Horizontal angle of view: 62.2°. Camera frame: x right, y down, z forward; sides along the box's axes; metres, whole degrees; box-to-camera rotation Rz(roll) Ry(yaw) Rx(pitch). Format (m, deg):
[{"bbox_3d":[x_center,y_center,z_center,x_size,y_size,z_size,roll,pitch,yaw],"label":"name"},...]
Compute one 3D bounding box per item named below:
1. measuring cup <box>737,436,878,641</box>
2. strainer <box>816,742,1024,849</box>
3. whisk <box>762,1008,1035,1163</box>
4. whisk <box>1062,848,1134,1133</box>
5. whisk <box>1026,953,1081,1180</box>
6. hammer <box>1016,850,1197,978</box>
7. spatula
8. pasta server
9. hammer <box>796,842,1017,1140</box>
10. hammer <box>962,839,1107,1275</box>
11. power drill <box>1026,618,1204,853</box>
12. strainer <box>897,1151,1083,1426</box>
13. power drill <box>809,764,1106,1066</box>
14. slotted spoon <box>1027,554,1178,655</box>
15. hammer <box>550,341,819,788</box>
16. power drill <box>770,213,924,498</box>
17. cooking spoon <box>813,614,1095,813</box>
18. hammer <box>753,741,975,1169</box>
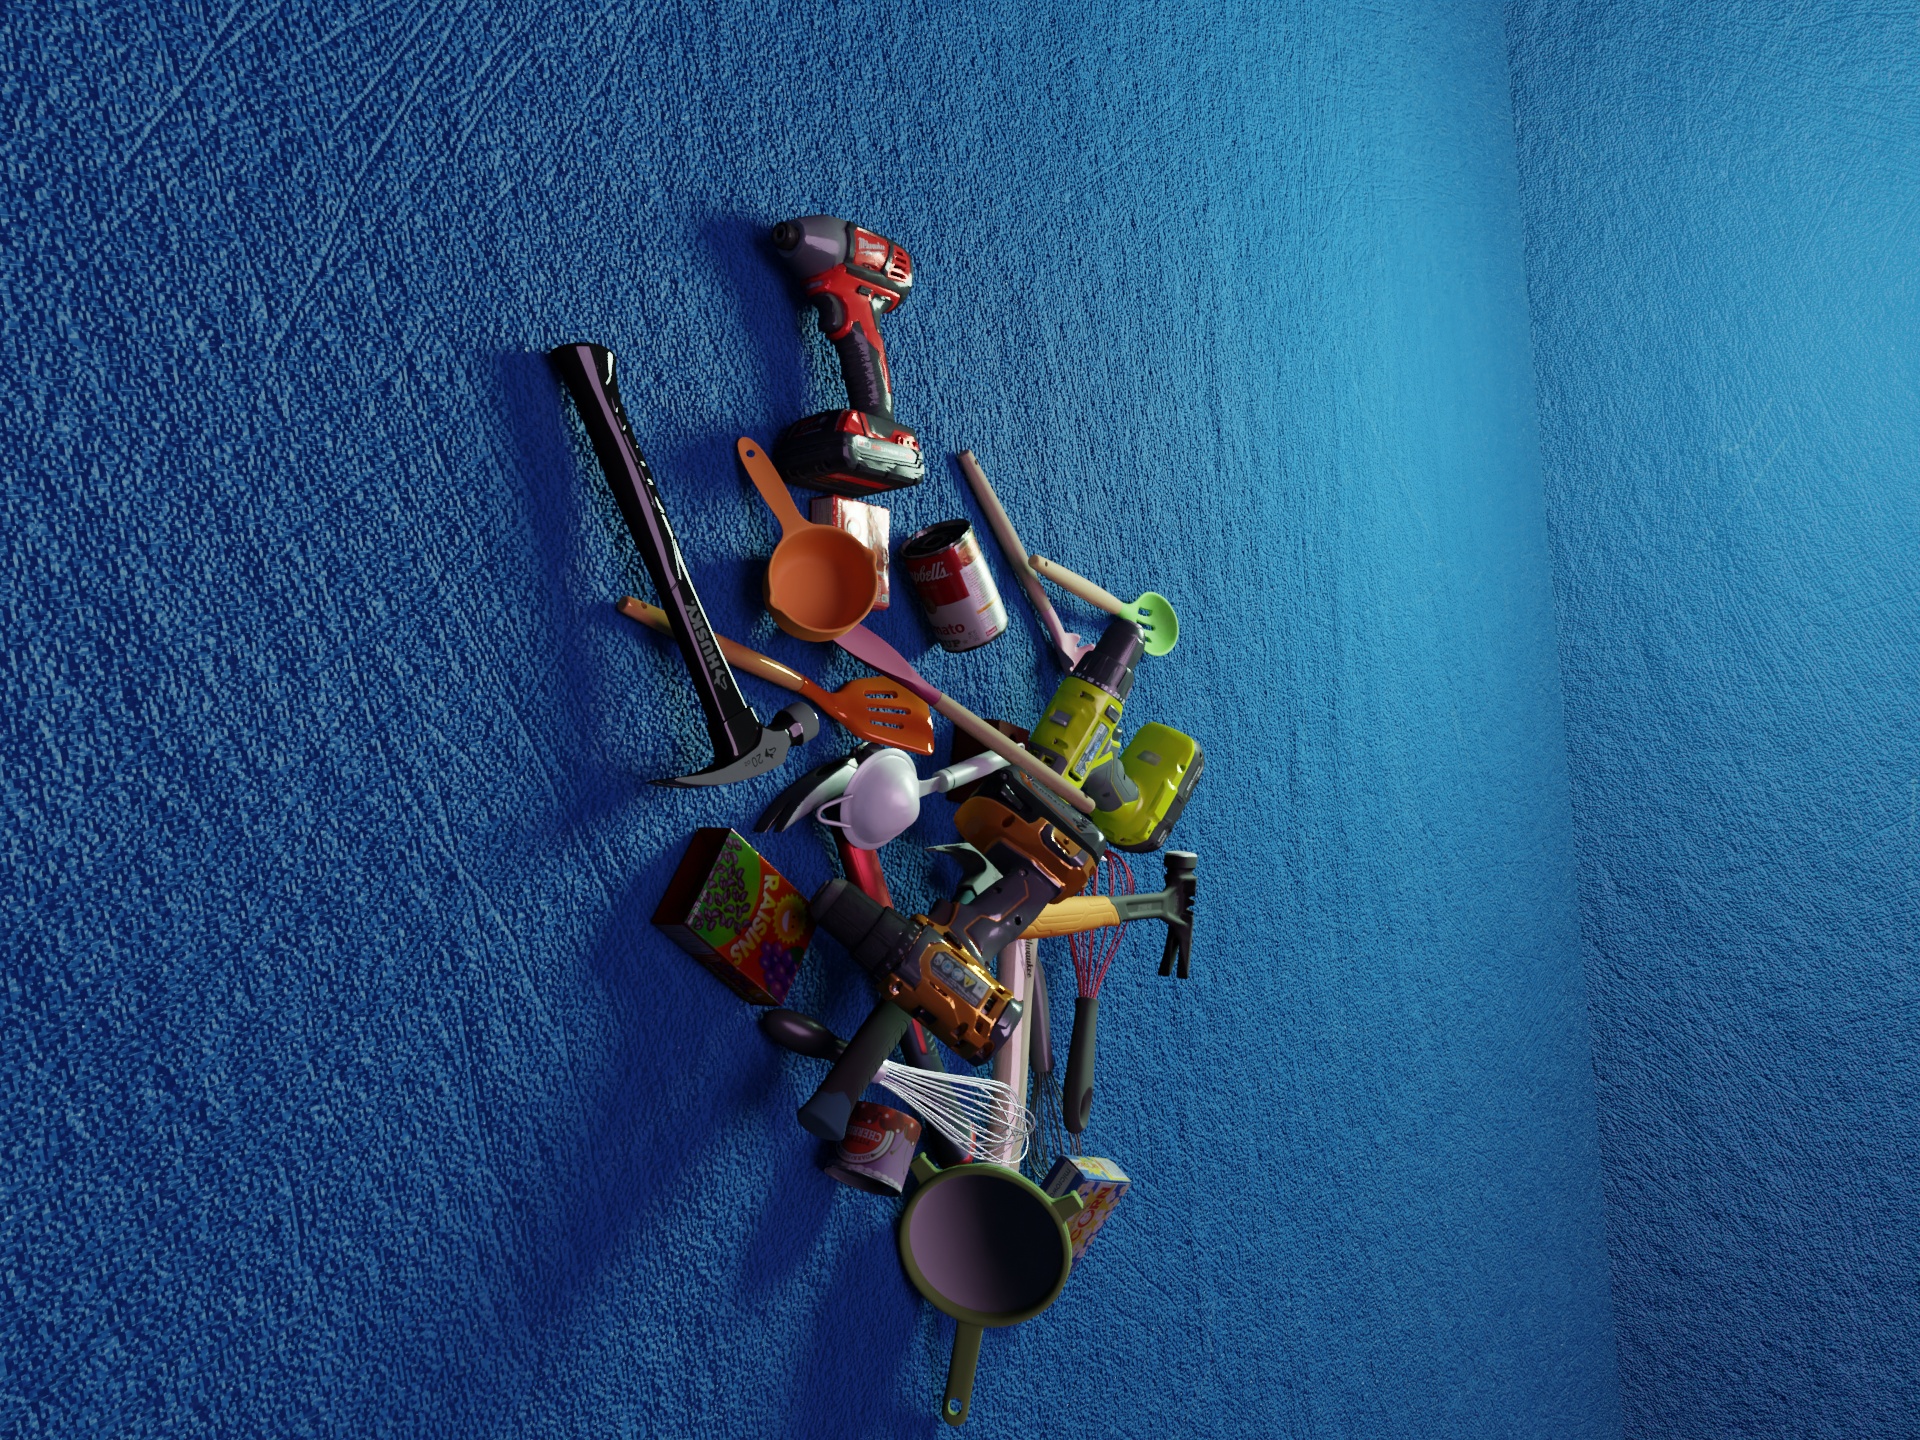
[{"bbox_3d":[-0.134,-0.142,1.264,0.095,0.052,0.173,-29,86,-20],"label":"measuring cup"},{"bbox_3d":[-0.018,0.052,1.340,0.258,0.050,0.086,-20,121,-51],"label":"strainer"},{"bbox_3d":[-0.047,0.298,1.308,0.284,0.070,0.070,32,62,-29],"label":"whisk"},{"bbox_3d":[0.126,0.255,1.549,0.073,0.073,0.296,39,50,-45],"label":"whisk"},{"bbox_3d":[0.080,0.333,1.526,0.055,0.055,0.239,-7,89,-53],"label":"whisk"},{"bbox_3d":[0.124,0.186,1.473,0.336,0.034,0.127,6,88,-53],"label":"hammer"},{"bbox_3d":[-0.139,-0.042,1.257,0.322,0.041,0.081,25,44,-48],"label":"spatula"},{"bbox_3d":[0.078,-0.134,1.557,0.316,0.040,0.060,60,28,-30],"label":"pasta server"},{"bbox_3d":[-0.038,0.217,1.296,0.331,0.033,0.128,-51,124,-48],"label":"hammer"},{"bbox_3d":[0.054,0.311,1.471,0.146,0.038,0.411,9,83,-32],"label":"hammer"},{"bbox_3d":[0.156,0.022,1.567,0.190,0.080,0.228,-60,143,-8],"label":"power drill"},{"bbox_3d":[0.018,0.492,1.395,0.069,0.151,0.256,-48,148,-72],"label":"strainer"},{"bbox_3d":[-0.001,0.137,1.274,0.185,0.084,0.226,38,52,-3],"label":"power drill"},{"bbox_3d":[0.148,-0.125,1.635,0.313,0.031,0.070,19,72,-57],"label":"slotted spoon"},{"bbox_3d":[-0.214,-0.108,1.138,0.146,0.035,0.334,-34,109,-44],"label":"hammer"},{"bbox_3d":[-0.097,-0.302,1.304,0.143,0.078,0.220,4,82,-53],"label":"power drill"},{"bbox_3d":[-0.002,-0.004,1.364,0.318,0.017,0.069,35,19,-23],"label":"cooking spoon"},{"bbox_3d":[-0.064,0.221,1.343,0.143,0.038,0.386,-36,116,-47],"label":"hammer"}]
